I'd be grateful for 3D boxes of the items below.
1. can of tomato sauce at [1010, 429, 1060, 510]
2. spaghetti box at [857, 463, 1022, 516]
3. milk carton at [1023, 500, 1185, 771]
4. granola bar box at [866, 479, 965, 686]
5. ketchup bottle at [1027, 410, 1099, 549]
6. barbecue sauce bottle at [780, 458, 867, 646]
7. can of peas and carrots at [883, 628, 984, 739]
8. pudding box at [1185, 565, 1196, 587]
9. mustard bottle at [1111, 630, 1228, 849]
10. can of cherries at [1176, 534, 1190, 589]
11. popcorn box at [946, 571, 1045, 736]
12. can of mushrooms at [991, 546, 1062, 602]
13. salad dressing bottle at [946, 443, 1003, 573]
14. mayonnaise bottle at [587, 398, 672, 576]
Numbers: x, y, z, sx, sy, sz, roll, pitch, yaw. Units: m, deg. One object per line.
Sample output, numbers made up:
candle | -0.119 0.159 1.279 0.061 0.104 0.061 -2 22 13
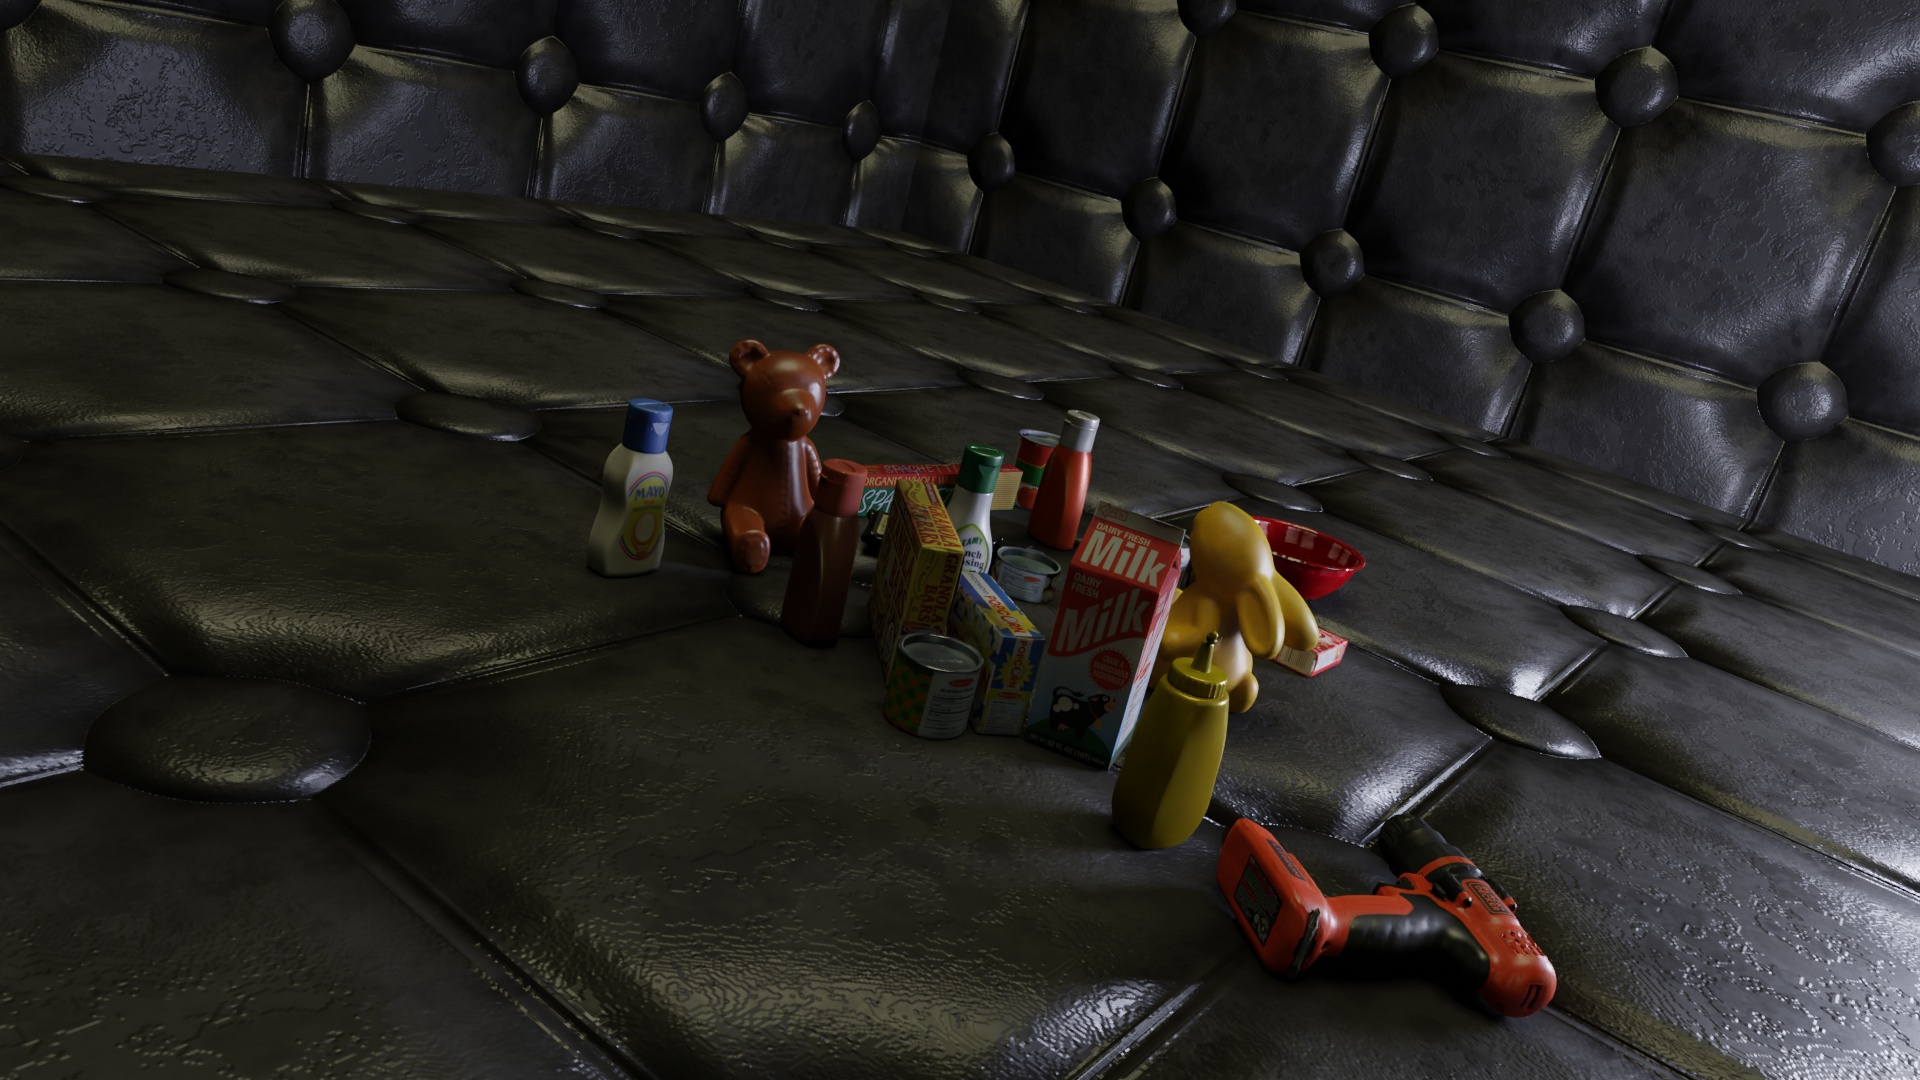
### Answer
can of tomato sauce | 0.093 -0.082 1.657 0.071 0.082 0.071 13 18 -4
spaghetti box | -0.031 -0.057 1.542 0.251 0.050 0.029 -4 25 -43
milk carton | 0.113 0.068 1.056 0.072 0.189 0.074 20 19 16
granola bar box | -0.039 0.034 1.151 0.039 0.123 0.166 10 19 -13
ketchup bottle | 0.116 -0.068 1.527 0.043 0.148 0.065 4 21 -30
barbecue sauce bottle | -0.110 0.008 1.134 0.044 0.148 0.065 3 21 -32
can of peas and carrots | -0.022 0.108 1.048 0.071 0.058 0.071 13 18 -4
pudding box | 0.280 0.044 1.478 0.030 0.049 0.084 3 21 -31
mustard bottle | 0.150 0.132 0.947 0.065 0.159 0.049 0 23 -38
can of cherries | 0.210 0.020 1.483 0.071 0.058 0.072 13 18 -4
popcorn box | 0.018 0.087 1.099 0.038 0.085 0.127 6 20 -23
can of mushrooms | 0.065 0.033 1.374 0.071 0.033 0.071 13 18 -4
salad dressing bottle | 0.005 -0.016 1.293 0.064 0.147 0.044 8 19 -19
mayonnaise bottle | -0.272 -0.044 1.167 0.041 0.147 0.065 27 22 34
